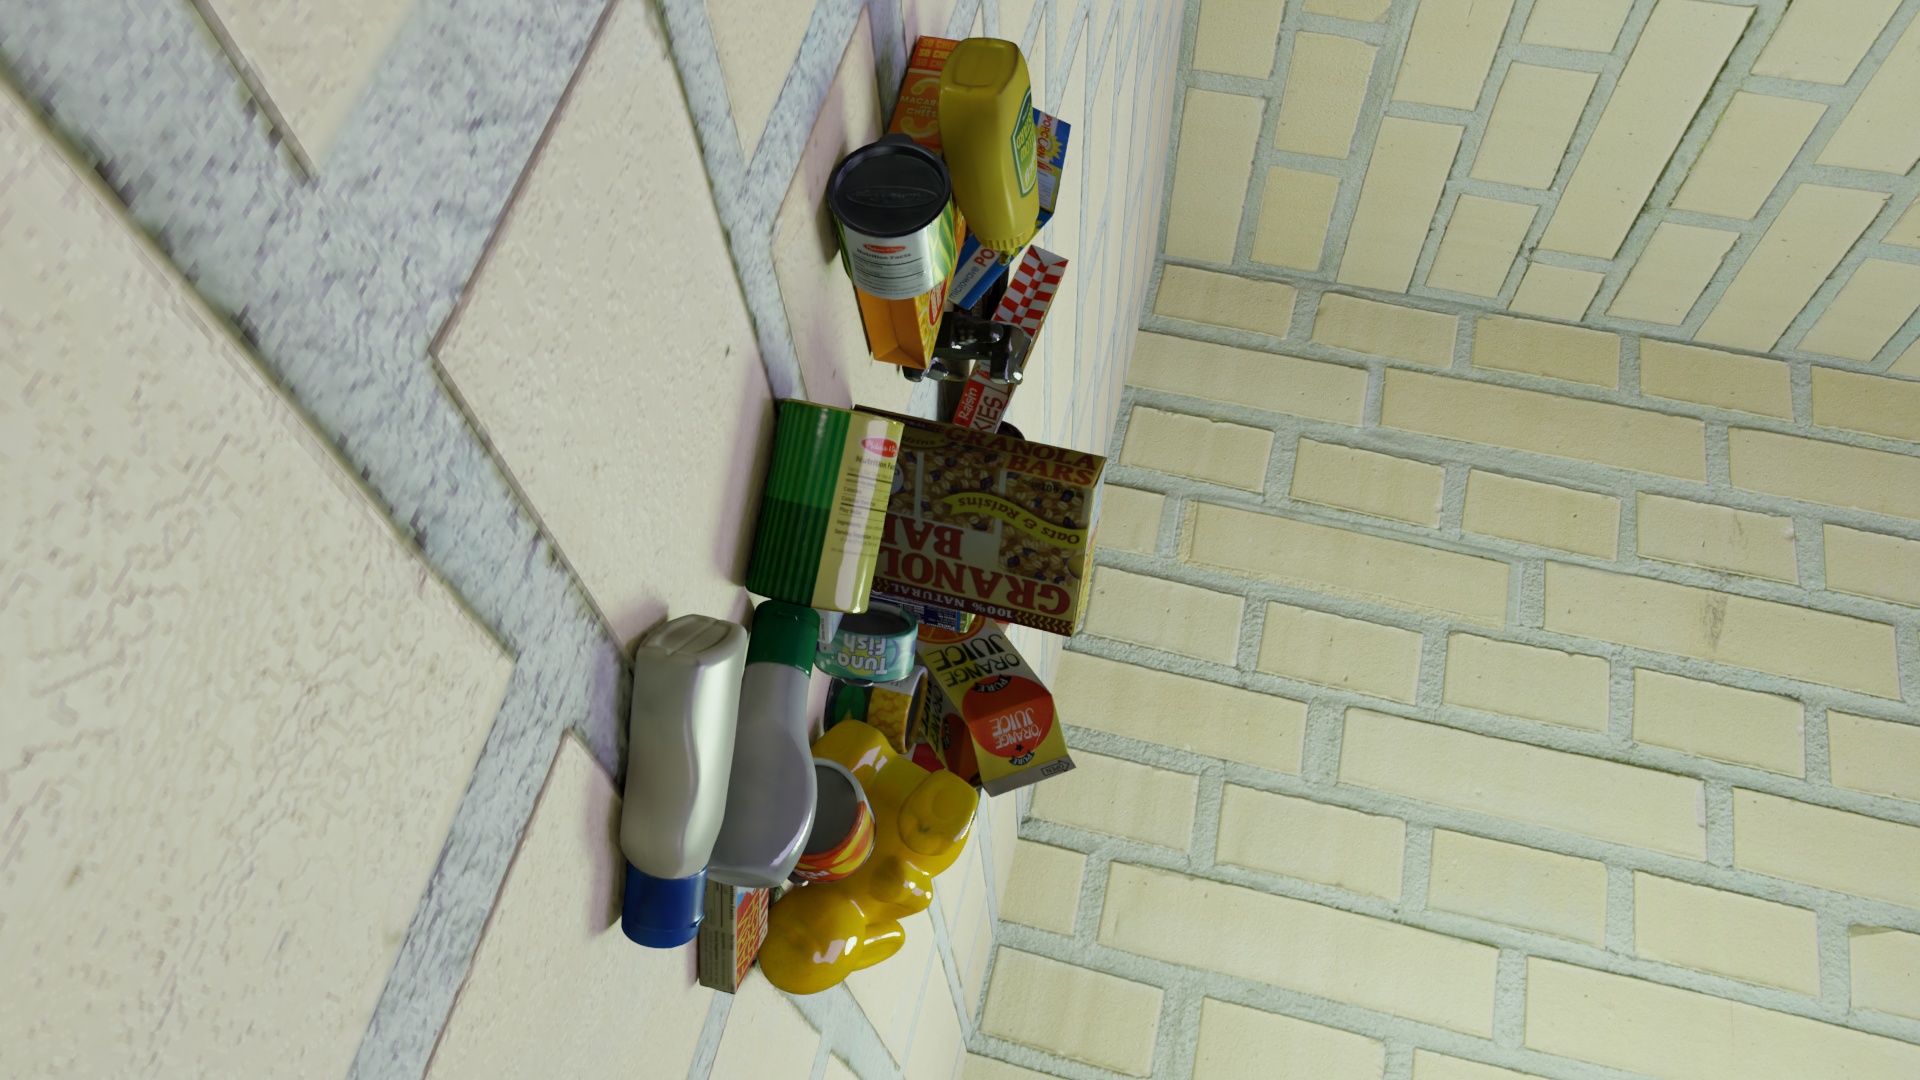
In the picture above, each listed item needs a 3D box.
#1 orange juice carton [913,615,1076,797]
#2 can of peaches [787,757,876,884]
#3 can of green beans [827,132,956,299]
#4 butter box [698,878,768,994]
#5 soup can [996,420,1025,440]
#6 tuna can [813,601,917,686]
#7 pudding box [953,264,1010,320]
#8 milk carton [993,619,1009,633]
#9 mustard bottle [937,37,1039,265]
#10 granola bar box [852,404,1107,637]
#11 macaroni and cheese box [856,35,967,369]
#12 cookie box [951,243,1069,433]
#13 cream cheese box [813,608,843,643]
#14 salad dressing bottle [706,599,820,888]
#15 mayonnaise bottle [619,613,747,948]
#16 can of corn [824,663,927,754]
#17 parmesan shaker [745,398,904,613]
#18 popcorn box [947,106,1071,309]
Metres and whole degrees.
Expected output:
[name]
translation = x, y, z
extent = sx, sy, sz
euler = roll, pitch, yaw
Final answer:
[orange juice carton]
translation = 0.009, 0.117, 1.046
extent = 0.193, 0.072, 0.072
euler = 51, -33, 44
[can of peaches]
translation = -0.090, 0.176, 0.866
extent = 0.057, 0.071, 0.071
euler = 83, 20, -63
[can of green beans]
translation = -0.036, -0.175, 0.762
extent = 0.057, 0.071, 0.071
euler = 84, 20, -64
[butter box]
translation = -0.128, 0.202, 0.788
extent = 0.053, 0.024, 0.103
euler = -63, 161, -58
[soup can]
translation = 0.026, -0.058, 1.270
extent = 0.072, 0.071, 0.083
euler = -69, 167, -47
[tuna can]
translation = -0.062, 0.066, 0.897
extent = 0.071, 0.071, 0.032
euler = -53, 152, -70
[pudding box]
translation = 0.019, -0.215, 1.165
extent = 0.084, 0.030, 0.049
euler = -66, 166, -54
[milk carton]
translation = 0.012, 0.043, 1.168
extent = 0.189, 0.072, 0.074
euler = 114, -3, -46
[mustard bottle]
translation = 0.022, -0.225, 0.842
extent = 0.159, 0.049, 0.065
euler = 74, 29, -57
[granola bar box]
translation = 0.003, -0.011, 0.891
extent = 0.039, 0.166, 0.123
euler = -64, 163, -50
[macaroni and cheese box]
translation = -0.023, -0.212, 0.880
extent = 0.123, 0.040, 0.167
euler = 82, 21, -66
[cookie box]
translation = 0.034, -0.150, 1.183
extent = 0.166, 0.040, 0.123
euler = 113, 1, -45
[cream cheese box]
translation = -0.082, 0.009, 0.836
extent = 0.103, 0.024, 0.054
euler = 91, 13, -47
[salad dressing bottle]
translation = -0.102, 0.104, 0.728
extent = 0.043, 0.064, 0.148
euler = 108, -9, -63
[mayonnaise bottle]
translation = -0.129, 0.111, 0.629
extent = 0.065, 0.041, 0.147
euler = -44, 145, -72
[can of corn]
translation = -0.060, 0.119, 1.000
extent = 0.071, 0.058, 0.071
euler = 9, 92, -81
[parmesan shaker]
translation = -0.074, -0.018, 0.731
extent = 0.071, 0.071, 0.103
euler = 5, 97, -81
[popcorn box]
translation = 0.025, -0.231, 0.972
extent = 0.126, 0.038, 0.085
euler = -40, -148, 54
